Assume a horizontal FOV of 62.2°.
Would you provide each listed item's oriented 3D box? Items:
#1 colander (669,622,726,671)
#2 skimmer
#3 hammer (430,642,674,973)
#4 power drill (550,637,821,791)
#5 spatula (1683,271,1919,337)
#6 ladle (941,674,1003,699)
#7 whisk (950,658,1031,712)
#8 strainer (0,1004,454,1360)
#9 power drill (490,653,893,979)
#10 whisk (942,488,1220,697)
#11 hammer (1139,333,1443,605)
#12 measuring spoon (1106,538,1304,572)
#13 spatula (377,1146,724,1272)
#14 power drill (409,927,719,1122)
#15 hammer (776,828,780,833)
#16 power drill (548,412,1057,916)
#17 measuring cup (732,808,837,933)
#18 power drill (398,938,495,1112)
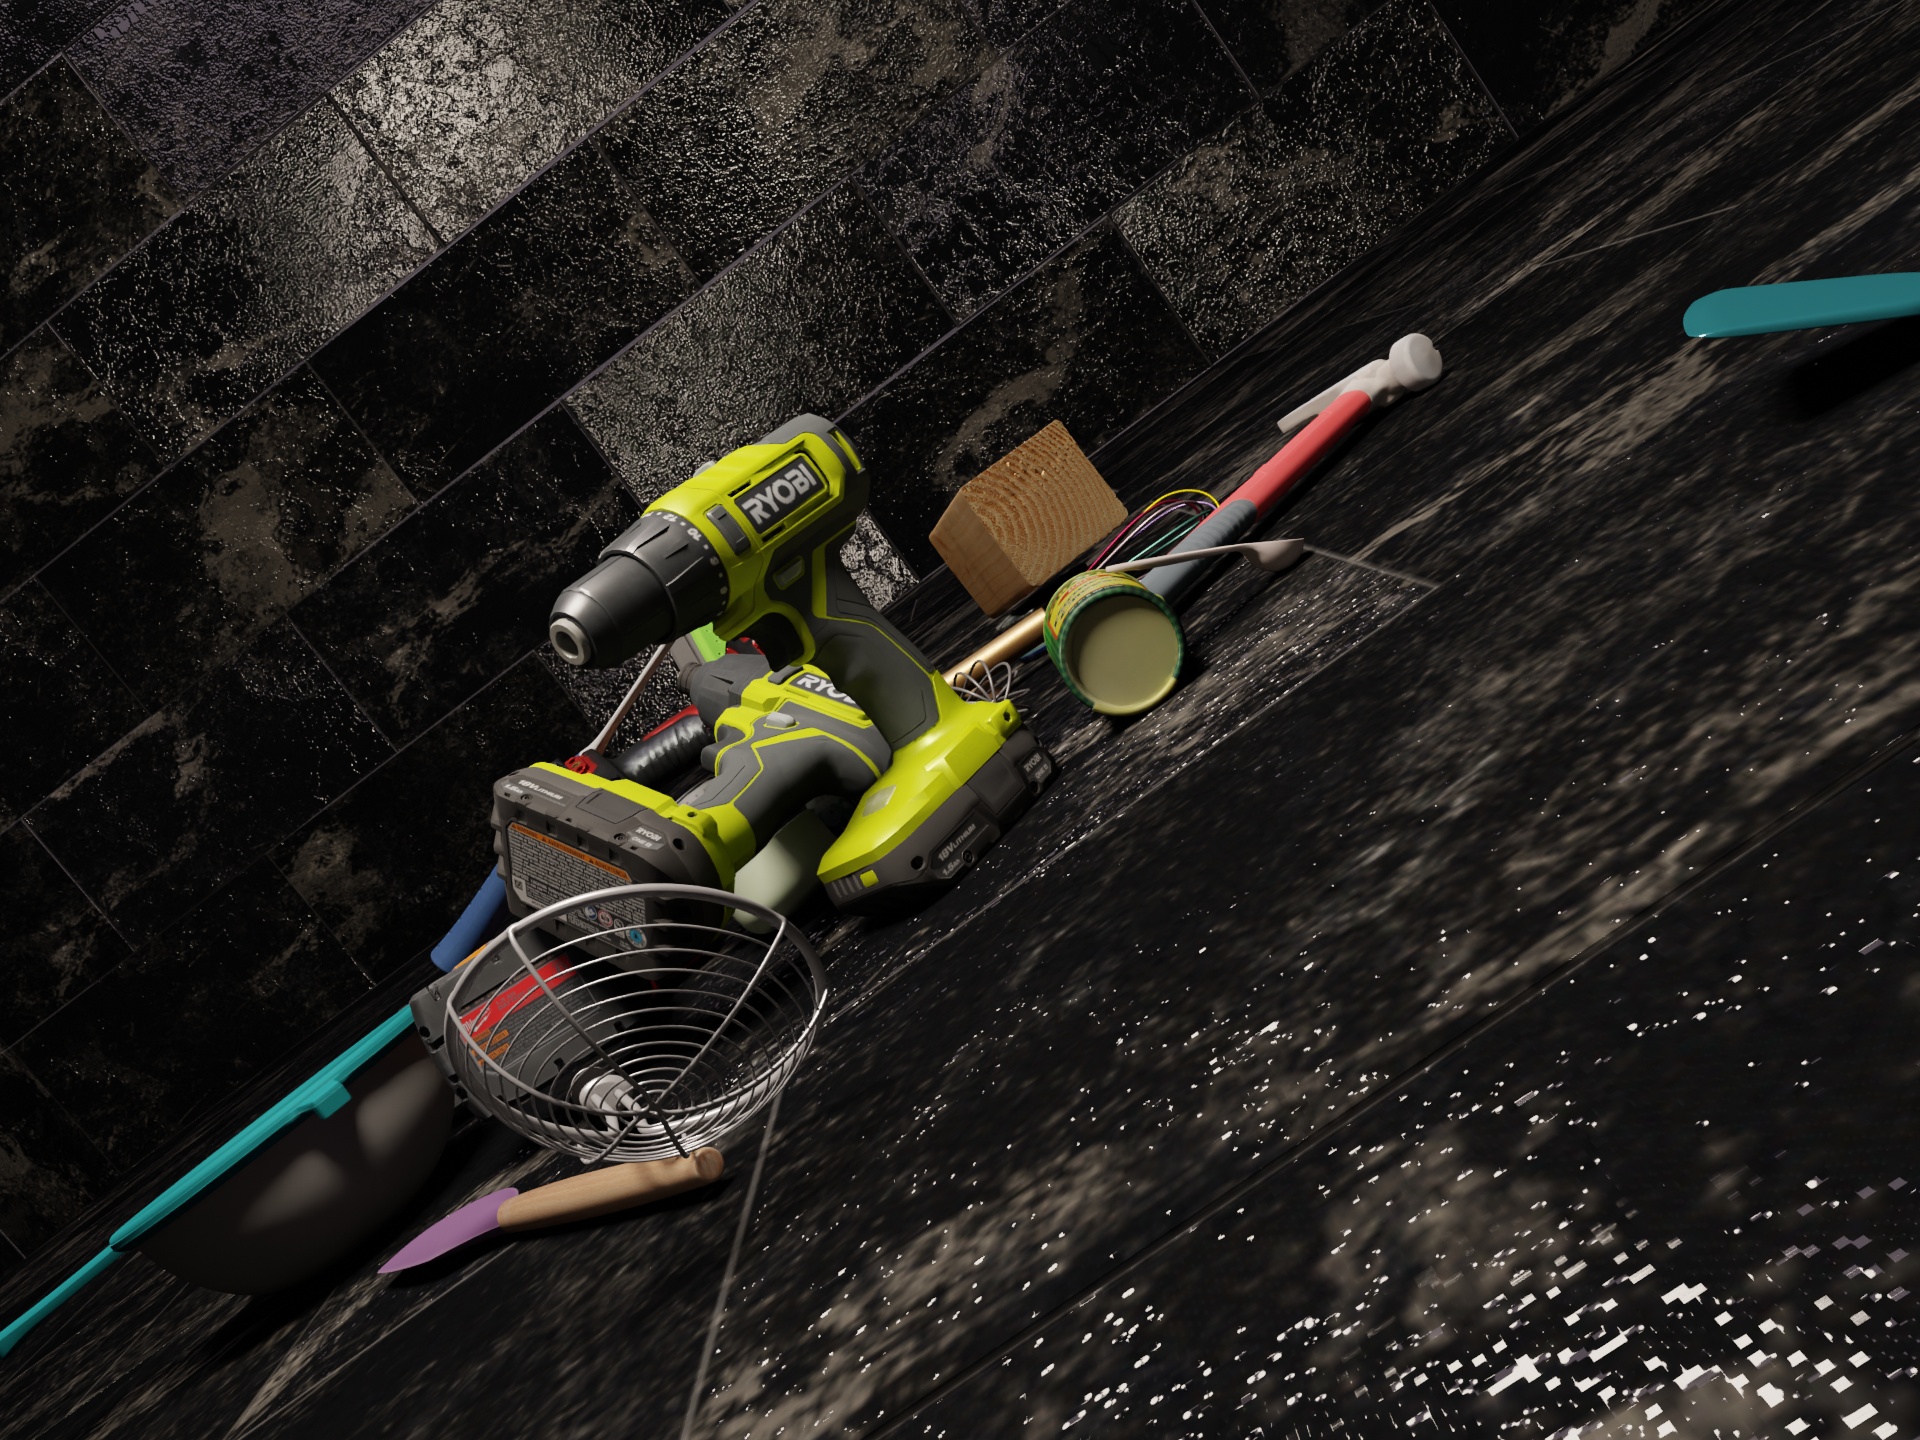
[{"bbox_3d":[-0.154,-0.014,1.294,0.094,0.204,0.397,-33,18,0],"label":"colander"},{"bbox_3d":[-0.143,0.128,0.658,0.127,0.090,0.363,-1,-10,-16],"label":"skimmer"},{"bbox_3d":[-0.266,0.019,1.178,0.405,0.035,0.144,-55,-2,8],"label":"hammer"},{"bbox_3d":[-0.159,0.023,1.065,0.227,0.080,0.188,-40,36,-13],"label":"power drill"},{"bbox_3d":[0.381,-0.190,0.476,0.317,0.044,0.082,-30,7,33],"label":"spatula"},{"bbox_3d":[-0.020,-0.038,1.295,0.062,0.078,0.320,-48,16,-11],"label":"ladle"},{"bbox_3d":[-0.003,-0.004,1.056,0.055,0.055,0.239,-39,5,-14],"label":"whisk"},{"bbox_3d":[-0.421,0.301,0.935,0.340,0.095,0.211,-38,5,7],"label":"strainer"},{"bbox_3d":[-0.136,0.034,0.856,0.171,0.080,0.223,19,33,25],"label":"power drill"},{"bbox_3d":[0.080,-0.087,1.135,0.245,0.047,0.051,-34,7,4],"label":"whisk"},{"bbox_3d":[0.177,-0.134,1.051,0.386,0.038,0.143,-42,8,-34],"label":"hammer"},{"bbox_3d":[0.133,-0.084,0.860,0.124,0.018,0.034,-10,7,-24],"label":"measuring spoon"},{"bbox_3d":[-0.182,0.211,0.689,0.060,0.018,0.316,-36,4,-42],"label":"spatula"},{"bbox_3d":[-0.227,0.155,0.929,0.143,0.078,0.219,-32,-1,1],"label":"power drill"},{"bbox_3d":[-0.248,0.140,1.325,0.331,0.033,0.128,-29,11,46],"label":"hammer"},{"bbox_3d":[-0.074,-0.020,0.776,0.080,0.228,0.190,-28,12,49],"label":"power drill"},{"bbox_3d":[-0.112,0.107,0.960,0.083,0.038,0.167,-43,-7,-25],"label":"measuring cup"},{"bbox_3d":[-0.317,0.194,1.157,0.164,0.084,0.226,-35,4,17],"label":"power drill"}]
